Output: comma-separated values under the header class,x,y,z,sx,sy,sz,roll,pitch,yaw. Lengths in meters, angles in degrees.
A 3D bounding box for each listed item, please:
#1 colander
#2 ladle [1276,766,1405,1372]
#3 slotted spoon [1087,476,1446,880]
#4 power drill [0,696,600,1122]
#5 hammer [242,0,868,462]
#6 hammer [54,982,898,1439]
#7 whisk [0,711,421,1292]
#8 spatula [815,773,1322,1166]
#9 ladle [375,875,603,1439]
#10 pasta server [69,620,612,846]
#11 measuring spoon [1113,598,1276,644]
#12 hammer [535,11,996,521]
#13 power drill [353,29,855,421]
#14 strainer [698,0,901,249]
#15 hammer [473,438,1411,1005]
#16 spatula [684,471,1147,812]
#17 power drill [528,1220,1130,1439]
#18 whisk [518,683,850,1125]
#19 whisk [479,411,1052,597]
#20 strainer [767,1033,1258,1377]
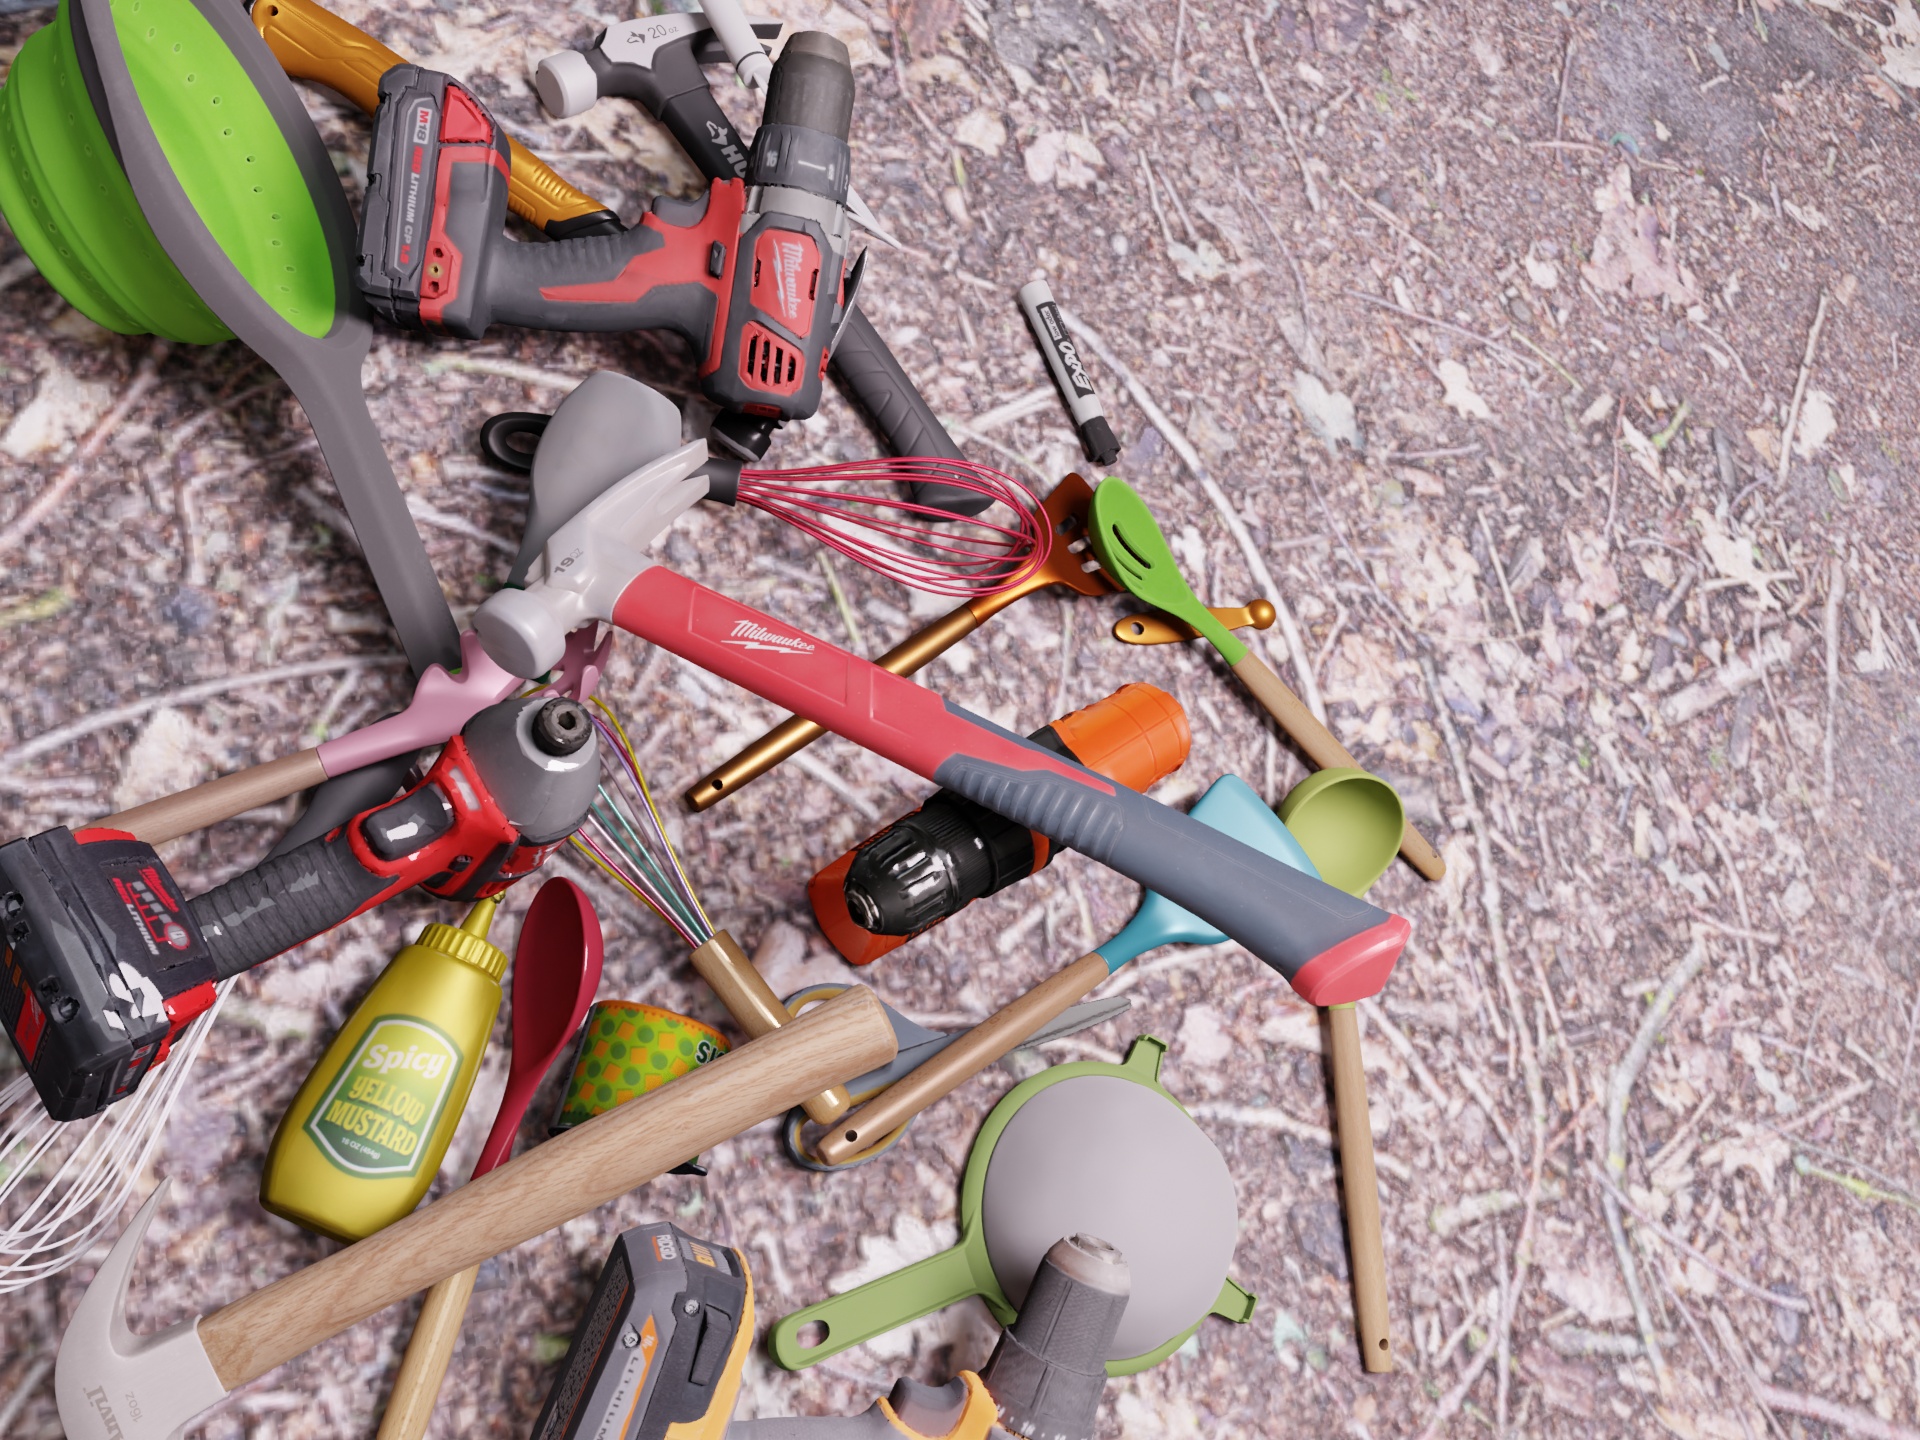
class,x,y,z,sx,sy,sz,roll,pitch,yaw
colander,-0.326,-0.161,0.711,0.094,0.204,0.397,-20,97,4
ladle,0.217,0.183,0.863,0.078,0.062,0.320,4,72,-19
slotted spoon,0.178,-0.017,0.926,0.313,0.031,0.070,45,39,-10
power drill,-0.237,0.055,0.596,0.219,0.143,0.078,-26,83,-40
hammer,-0.212,-0.278,0.824,0.337,0.034,0.127,33,89,-7
hammer,-0.178,0.188,0.623,0.331,0.031,0.130,-24,96,-17
whisk,-0.306,0.101,0.647,0.070,0.070,0.285,36,56,-9
spatula,0.055,0.129,0.798,0.317,0.044,0.082,-28,74,-35
ladle,-0.205,0.218,0.657,0.031,0.069,0.316,28,66,-33
pasta server,-0.295,0.023,0.661,0.316,0.040,0.060,-22,54,-18
measuring spoon,0.141,-0.059,0.941,0.117,0.011,0.021,-8,75,-27
hammer,-0.085,-0.254,0.894,0.146,0.035,0.335,-34,88,-30
power drill,-0.163,-0.256,0.776,0.226,0.080,0.188,9,94,-9
strainer,-0.110,-0.349,0.873,0.258,0.050,0.086,62,16,13
hammer,-0.001,-0.002,0.641,0.386,0.038,0.143,25,51,18
spatula,-0.017,-0.040,0.856,0.322,0.041,0.081,-35,89,-27
power drill,-0.044,0.281,0.663,0.226,0.084,0.185,25,86,-17
whisk,-0.128,0.083,0.736,0.047,0.051,0.245,-36,87,-33
whisk,-0.095,-0.116,0.814,0.295,0.073,0.073,10,67,-10
strainer,0.036,0.247,0.744,0.256,0.069,0.151,-12,77,-30
